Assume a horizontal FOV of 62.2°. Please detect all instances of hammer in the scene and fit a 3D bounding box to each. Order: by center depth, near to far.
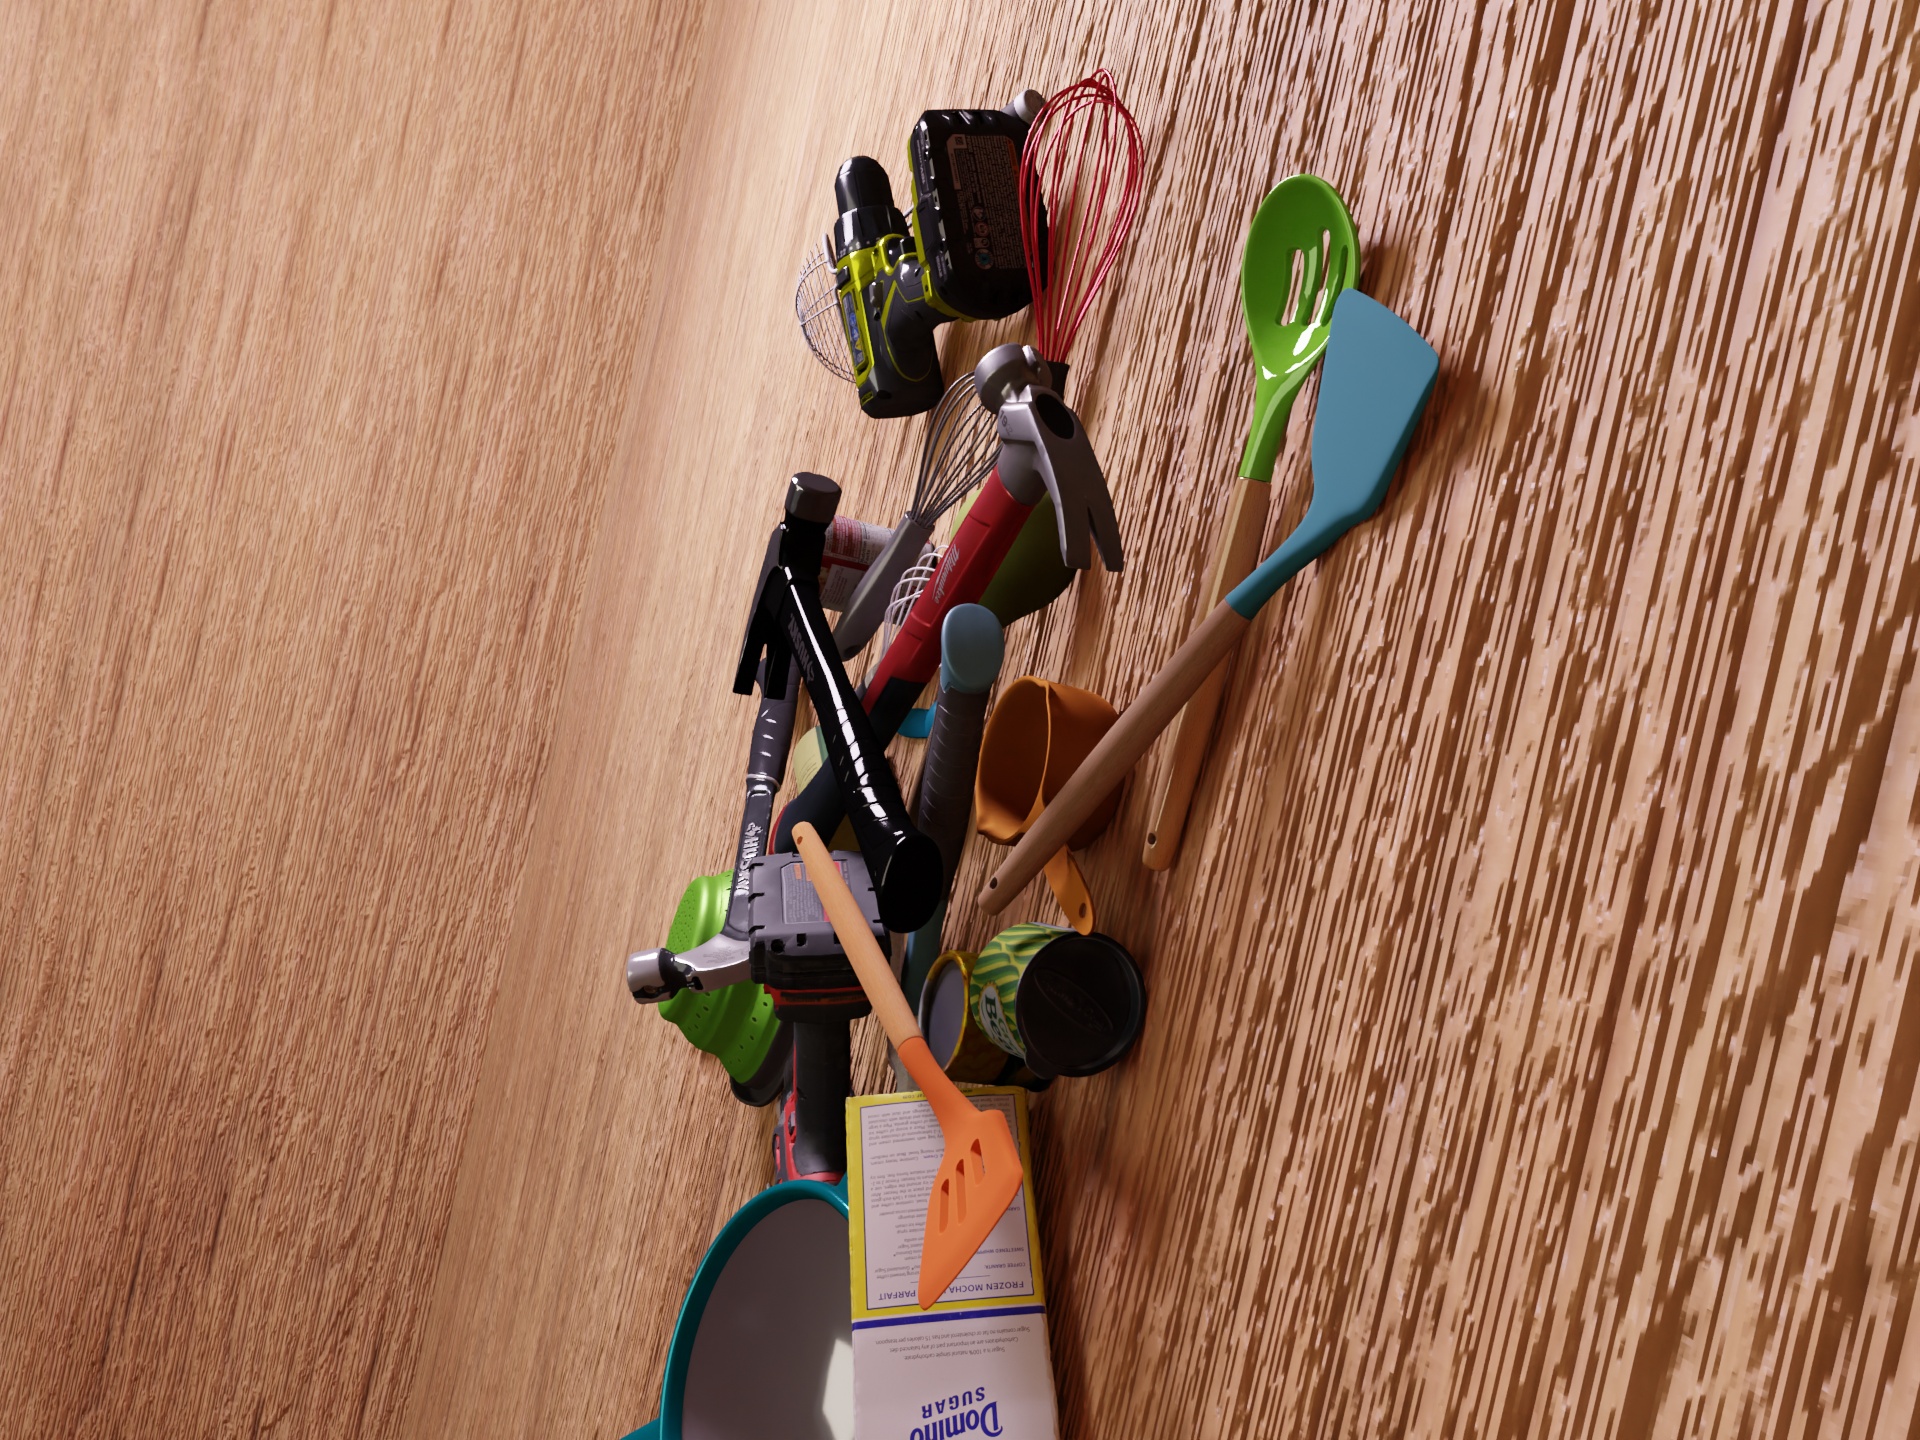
[{"bbox_3d":[-0.013,0.079,0.853,0.128,0.033,0.330,-97,12,-47],"label":"hammer"},{"bbox_3d":[-0.069,-0.001,0.875,0.335,0.035,0.146,-116,41,-52],"label":"hammer"},{"bbox_3d":[-0.027,-0.016,0.888,0.386,0.038,0.143,-57,40,43],"label":"hammer"},{"bbox_3d":[-0.148,0.057,1.211,0.409,0.149,0.036,-90,-14,-57],"label":"hammer"}]

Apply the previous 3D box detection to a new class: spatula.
[{"bbox_3d":[0.095,-0.034,0.687,0.317,0.044,0.082,-52,34,20],"label":"spatula"},{"bbox_3d":[-0.040,0.147,0.803,0.081,0.041,0.323,-56,37,17],"label":"spatula"}]

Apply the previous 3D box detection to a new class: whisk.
[{"bbox_3d":[0.056,-0.230,0.933,0.073,0.073,0.296,-149,66,-68],"label":"whisk"},{"bbox_3d":[-0.029,-0.131,1.056,0.239,0.055,0.055,-57,29,27],"label":"whisk"},{"bbox_3d":[-0.044,-0.041,1.085,0.284,0.070,0.070,137,140,-62],"label":"whisk"}]

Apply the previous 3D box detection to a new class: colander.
[{"bbox_3d":[-0.200,0.204,1.269,0.397,0.094,0.205,141,141,-61],"label":"colander"}]

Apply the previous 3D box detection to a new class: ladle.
[{"bbox_3d":[-0.002,-0.003,0.973,0.062,0.078,0.320,-37,-28,-49],"label":"ladle"}]

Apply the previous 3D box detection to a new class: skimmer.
[{"bbox_3d":[-0.028,-0.382,1.249,0.363,0.090,0.127,-24,77,52],"label":"skimmer"}]

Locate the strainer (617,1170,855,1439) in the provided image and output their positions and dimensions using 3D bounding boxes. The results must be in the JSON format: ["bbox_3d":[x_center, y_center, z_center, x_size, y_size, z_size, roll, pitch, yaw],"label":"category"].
[{"bbox_3d":[-0.108,0.395,0.889,0.340,0.095,0.211,-40,42,35],"label":"strainer"}]

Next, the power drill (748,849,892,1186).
[{"bbox_3d":[-0.088,0.193,0.984,0.188,0.080,0.226,-108,17,-66],"label":"power drill"}]

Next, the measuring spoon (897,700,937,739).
[{"bbox_3d":[-0.028,0.001,1.059,0.129,0.021,0.042,-178,99,-67],"label":"measuring spoon"}]

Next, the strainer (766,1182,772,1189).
[{"bbox_3d":[-0.111,0.375,1.045,0.086,0.050,0.259,62,176,-20],"label":"strainer"}]

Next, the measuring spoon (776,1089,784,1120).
[{"bbox_3d":[-0.125,0.241,1.179,0.034,0.018,0.124,136,141,-55],"label":"measuring spoon"}]

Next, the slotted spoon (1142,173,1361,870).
[{"bbox_3d":[0.125,-0.083,0.716,0.070,0.031,0.313,24,104,53],"label":"slotted spoon"}]

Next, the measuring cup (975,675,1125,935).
[{"bbox_3d":[0.058,0.048,0.782,0.174,0.052,0.095,-112,40,-52],"label":"measuring cup"}]

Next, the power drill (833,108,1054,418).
[{"bbox_3d":[-0.028,-0.332,1.109,0.228,0.080,0.190,166,94,-66],"label":"power drill"}]
